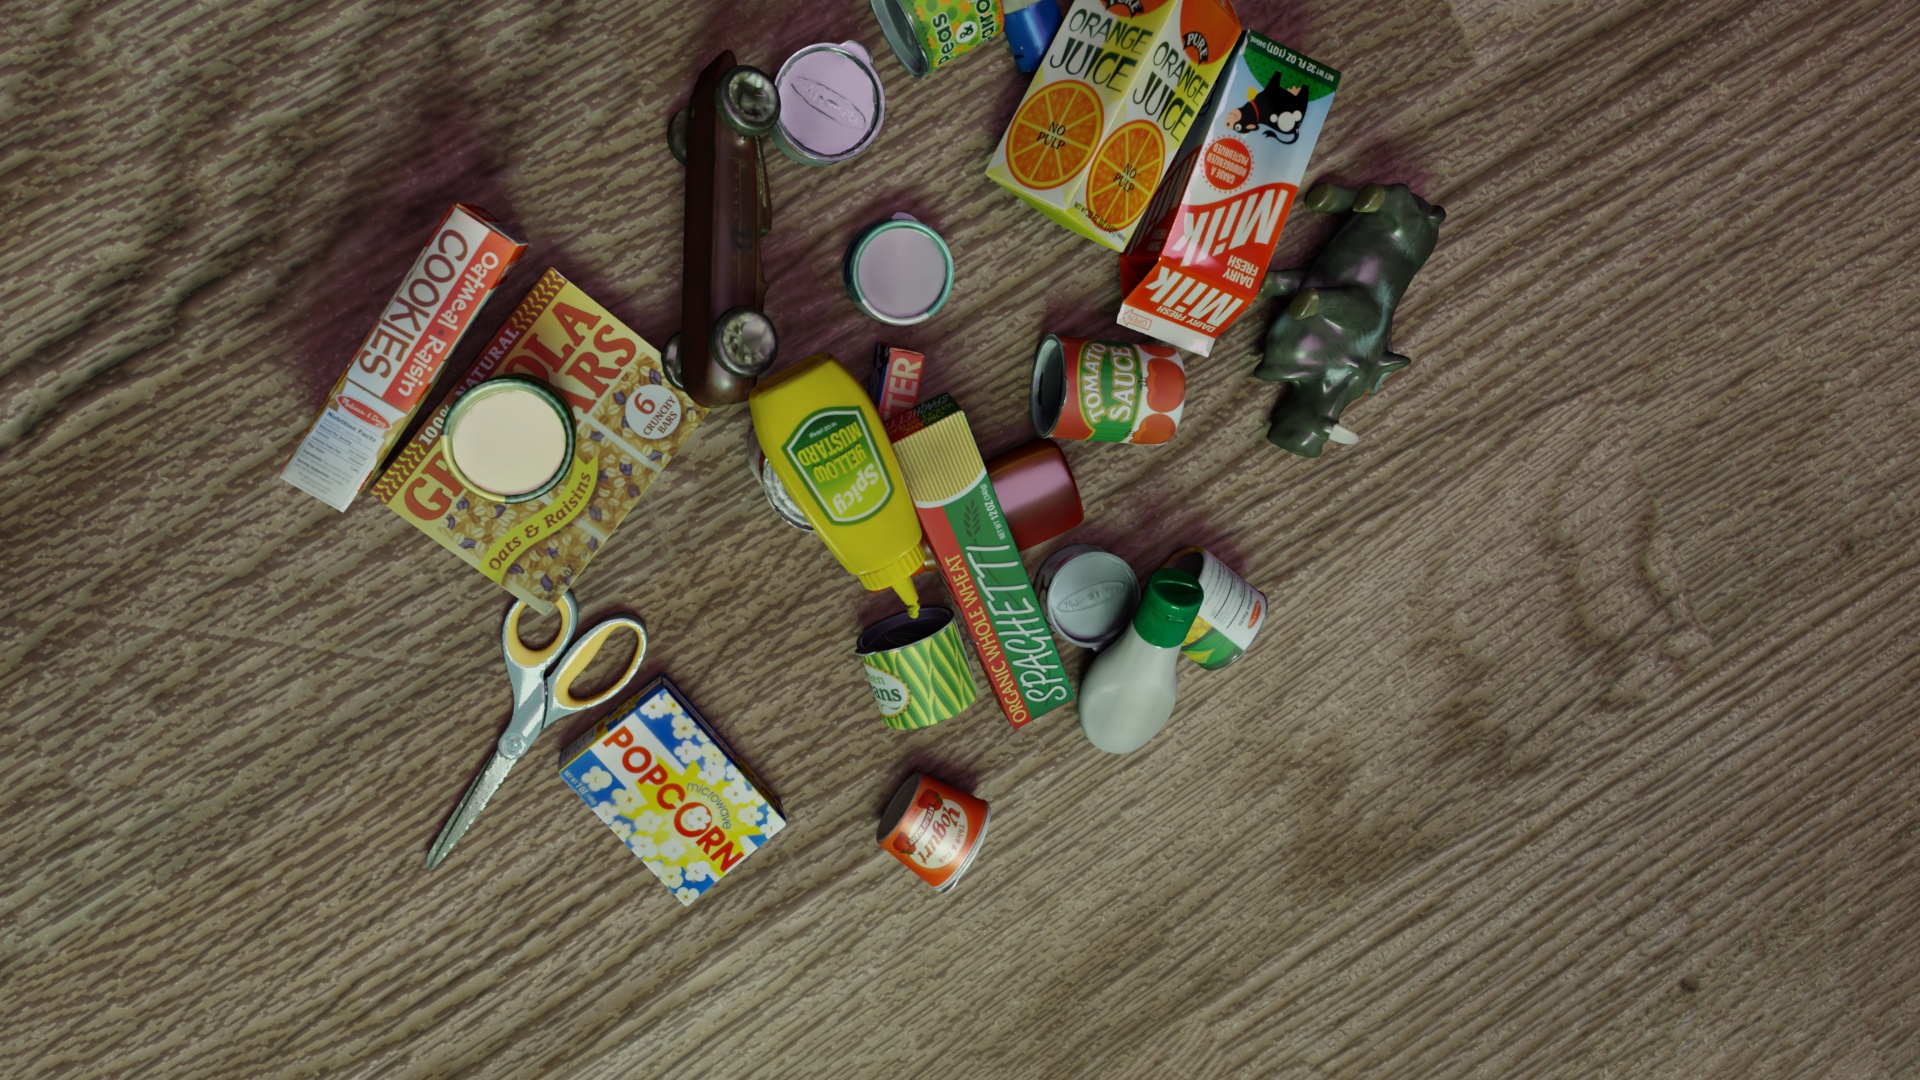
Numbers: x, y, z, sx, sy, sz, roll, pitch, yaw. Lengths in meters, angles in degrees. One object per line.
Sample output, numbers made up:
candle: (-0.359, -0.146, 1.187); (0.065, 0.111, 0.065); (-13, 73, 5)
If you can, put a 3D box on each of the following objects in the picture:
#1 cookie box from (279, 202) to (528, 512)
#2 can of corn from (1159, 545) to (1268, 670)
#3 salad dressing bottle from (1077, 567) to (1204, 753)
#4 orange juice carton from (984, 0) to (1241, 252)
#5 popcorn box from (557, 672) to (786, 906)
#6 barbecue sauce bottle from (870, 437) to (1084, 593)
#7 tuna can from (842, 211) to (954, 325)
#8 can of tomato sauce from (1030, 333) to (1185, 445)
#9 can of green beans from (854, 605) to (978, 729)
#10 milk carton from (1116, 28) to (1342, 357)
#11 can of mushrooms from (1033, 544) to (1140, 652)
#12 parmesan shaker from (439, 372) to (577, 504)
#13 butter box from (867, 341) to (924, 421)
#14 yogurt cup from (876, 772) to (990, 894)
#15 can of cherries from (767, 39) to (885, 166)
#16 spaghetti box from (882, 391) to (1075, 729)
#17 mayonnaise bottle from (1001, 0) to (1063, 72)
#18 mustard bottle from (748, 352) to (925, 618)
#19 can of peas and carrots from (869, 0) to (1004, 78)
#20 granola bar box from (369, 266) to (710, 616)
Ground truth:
cookie box: (-0.301, -0.106, 0.762); (0.040, 0.123, 0.167); (33, 92, -19)
can of corn: (0.163, 0.046, 0.946); (0.058, 0.071, 0.071); (37, 91, -18)
salad dressing bottle: (0.120, 0.080, 0.913); (0.064, 0.044, 0.146); (8, 134, -9)
orange juice carton: (0.102, -0.282, 0.837); (0.072, 0.073, 0.192); (18, 104, -52)
popcorn box: (-0.184, 0.159, 0.891); (0.085, 0.038, 0.126); (-39, 108, -5)
barbecue sauce bottle: (0.003, -0.011, 0.903); (0.149, 0.044, 0.064); (-24, 113, -8)
tuna can: (-0.038, -0.170, 0.866); (0.071, 0.033, 0.071); (-3, 102, -14)
can of tomato sauce: (0.095, -0.097, 0.896); (0.083, 0.071, 0.071); (3, 101, -16)
can of green beans: (-0.028, 0.082, 0.902); (0.071, 0.071, 0.057); (-20, 106, -10)
milk carton: (0.163, -0.218, 0.887); (0.072, 0.073, 0.190); (18, 97, -17)
can of mushrooms: (0.085, 0.039, 0.940); (0.071, 0.033, 0.071); (-3, 102, -15)
parmesan shaker: (-0.239, -0.055, 0.751); (0.071, 0.103, 0.071); (-2, 98, -16)
butter box: (-0.047, -0.071, 0.873); (0.024, 0.053, 0.103); (9, 99, -14)
yogurt cup: (-0.020, 0.191, 0.928); (0.054, 0.072, 0.072); (33, 92, -10)
can of cherries: (-0.080, -0.259, 0.824); (0.071, 0.058, 0.071); (-3, 101, -13)
spaghetti box: (0.015, 0.021, 0.880); (0.050, 0.029, 0.249); (-26, 125, -5)
mayonnaise bottle: (0.024, -0.357, 0.829); (0.041, 0.065, 0.147); (-31, 117, -11)
mustard bottle: (-0.057, -0.024, 0.772); (0.065, 0.049, 0.160); (-30, 107, -5)
can of peas and carrots: (-0.014, -0.317, 0.823); (0.059, 0.071, 0.070); (-32, 107, -7)
granola bar box: (-0.245, -0.058, 0.825); (0.124, 0.039, 0.165); (39, 86, -17)
